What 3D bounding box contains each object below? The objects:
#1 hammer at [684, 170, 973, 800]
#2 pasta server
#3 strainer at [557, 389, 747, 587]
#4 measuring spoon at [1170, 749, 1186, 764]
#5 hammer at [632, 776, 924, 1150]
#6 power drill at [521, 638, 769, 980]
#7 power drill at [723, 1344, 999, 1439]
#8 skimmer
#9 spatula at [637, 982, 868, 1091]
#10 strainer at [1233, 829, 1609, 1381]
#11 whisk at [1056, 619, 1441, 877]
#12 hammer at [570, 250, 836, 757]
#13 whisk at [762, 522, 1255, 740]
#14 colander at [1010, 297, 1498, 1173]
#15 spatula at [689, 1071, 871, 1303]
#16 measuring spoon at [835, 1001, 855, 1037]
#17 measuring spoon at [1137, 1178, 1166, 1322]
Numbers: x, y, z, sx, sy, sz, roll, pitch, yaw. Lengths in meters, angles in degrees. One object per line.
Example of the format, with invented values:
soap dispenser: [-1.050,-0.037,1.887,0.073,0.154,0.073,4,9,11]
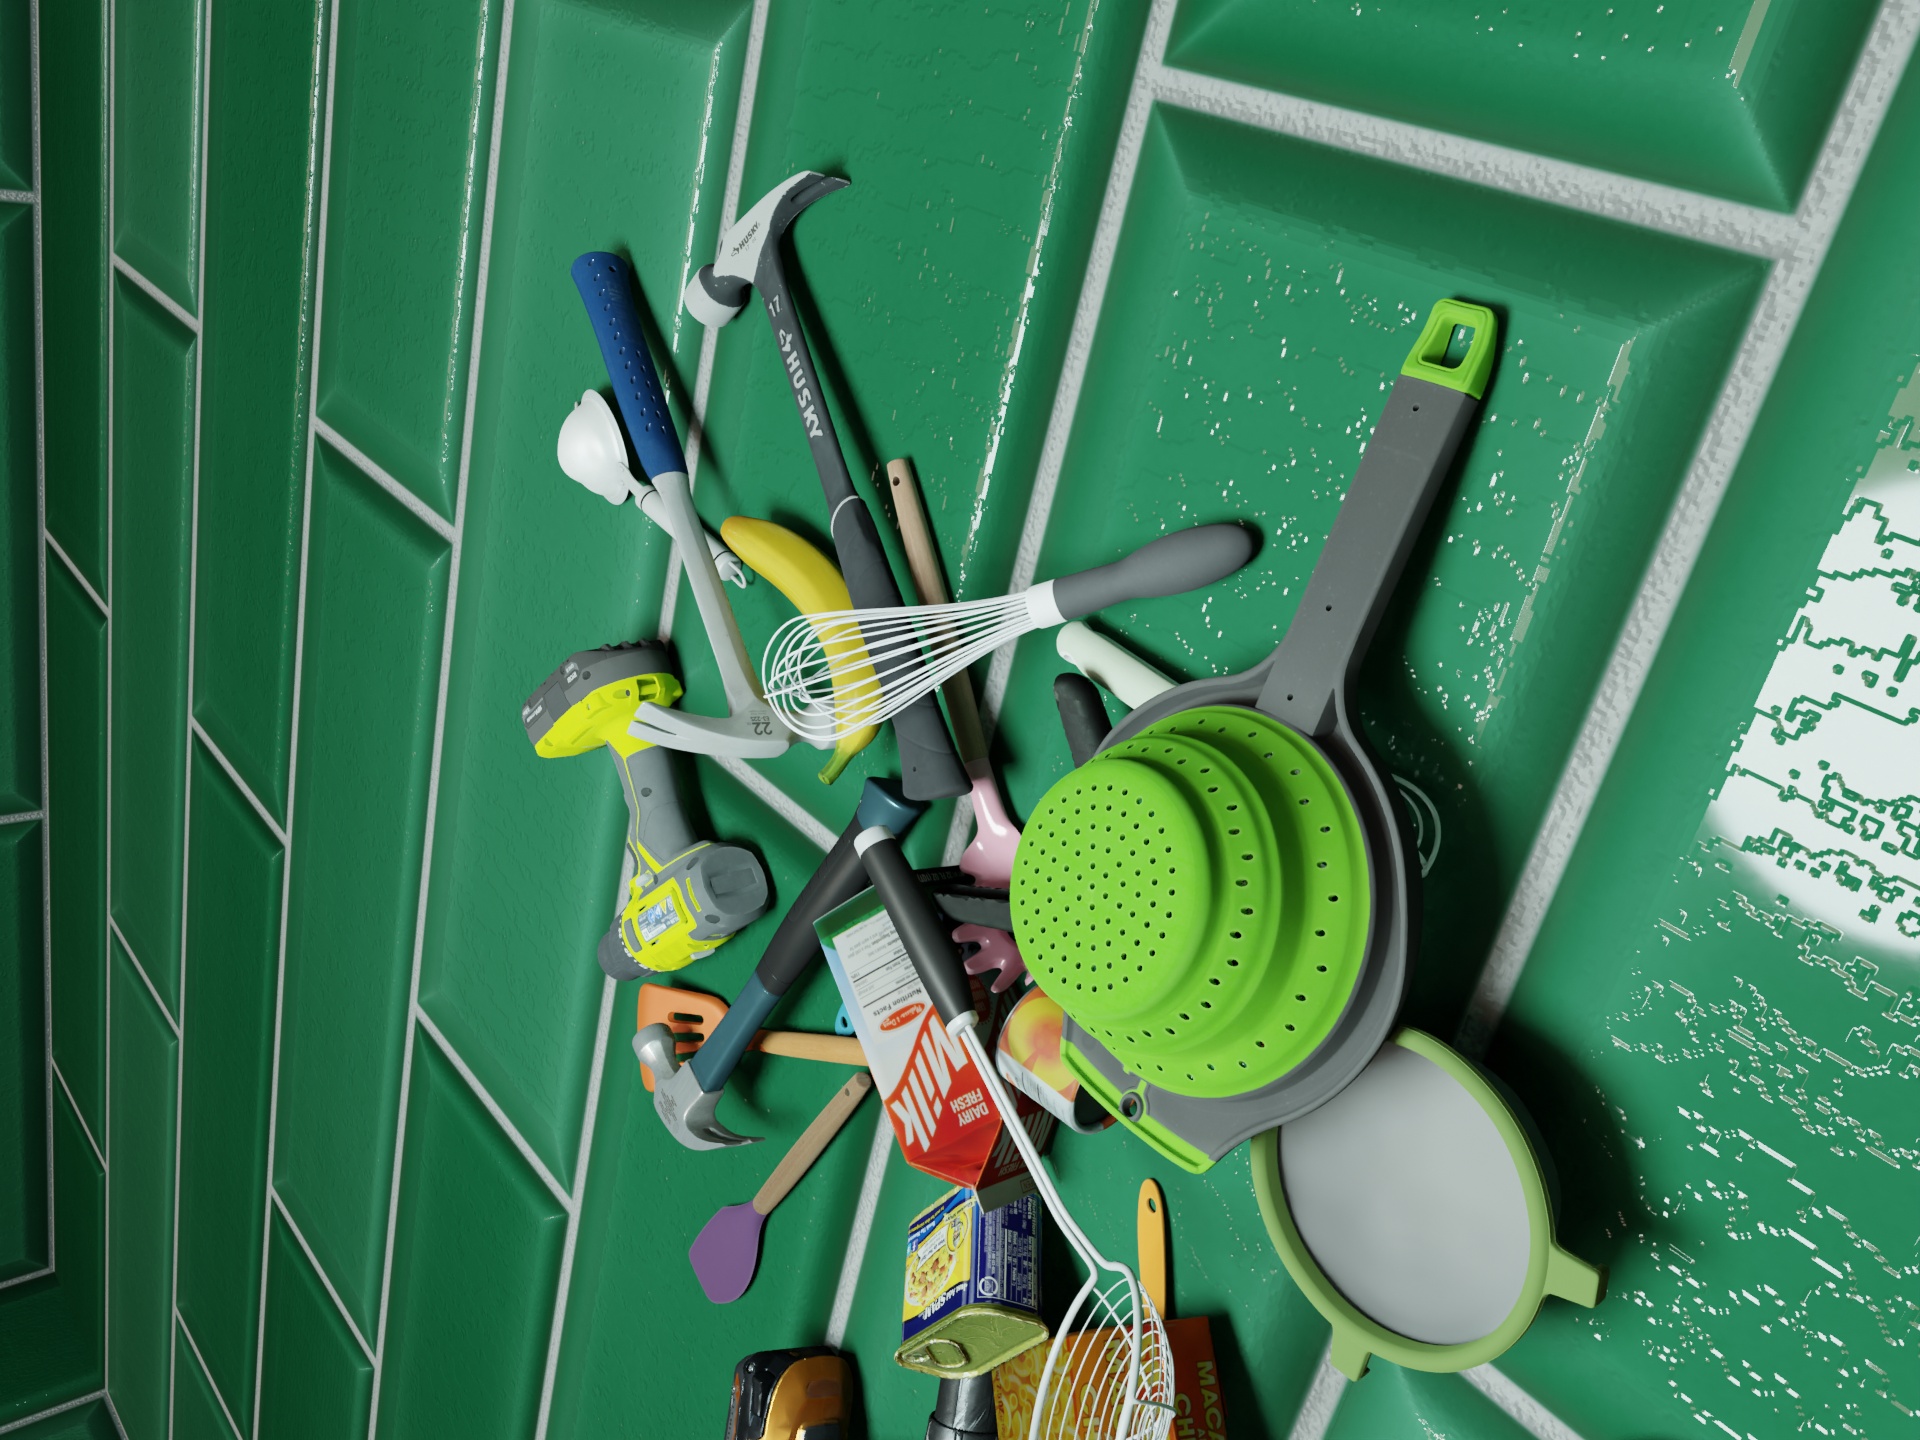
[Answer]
hammer: [-0.068,-0.139,0.943,0.149,0.036,0.409,-38,64,43]
pasta server: [-0.001,-0.003,0.918,0.060,0.040,0.316,-19,81,29]
strainer: [-0.229,-0.163,1.141,0.259,0.050,0.086,40,140,32]
measuring spoon: [0.126,0.073,0.812,0.034,0.018,0.124,-20,89,45]
hammer: [-0.119,0.160,1.045,0.331,0.033,0.128,-56,51,28]
power drill: [-0.240,0.074,1.166,0.190,0.080,0.229,-33,75,45]
power drill: [-0.055,0.467,1.019,0.226,0.084,0.185,1,80,47]
skimmer: [0.004,0.216,0.806,0.364,0.090,0.127,62,147,24]
spatula: [-0.124,0.222,1.084,0.323,0.041,0.081,-9,83,50]
strainer: [0.187,0.155,0.719,0.151,0.069,0.257,-45,60,44]
whisk: [0.130,0.010,0.775,0.059,0.057,0.247,-51,49,-1]
hammer: [-0.194,-0.152,1.054,0.035,0.144,0.406,-50,54,47]
whisk: [0.016,-0.052,0.822,0.284,0.070,0.070,-17,84,25]
colander: [0.119,0.002,0.682,0.205,0.094,0.397,33,106,46]
spatula: [-0.131,0.336,1.134,0.060,0.018,0.315,56,134,25]
measuring spoon: [-0.061,0.167,1.024,0.042,0.021,0.128,52,131,28]
measuring spoon: [0.109,0.309,0.873,0.021,0.011,0.117,-1,93,56]
